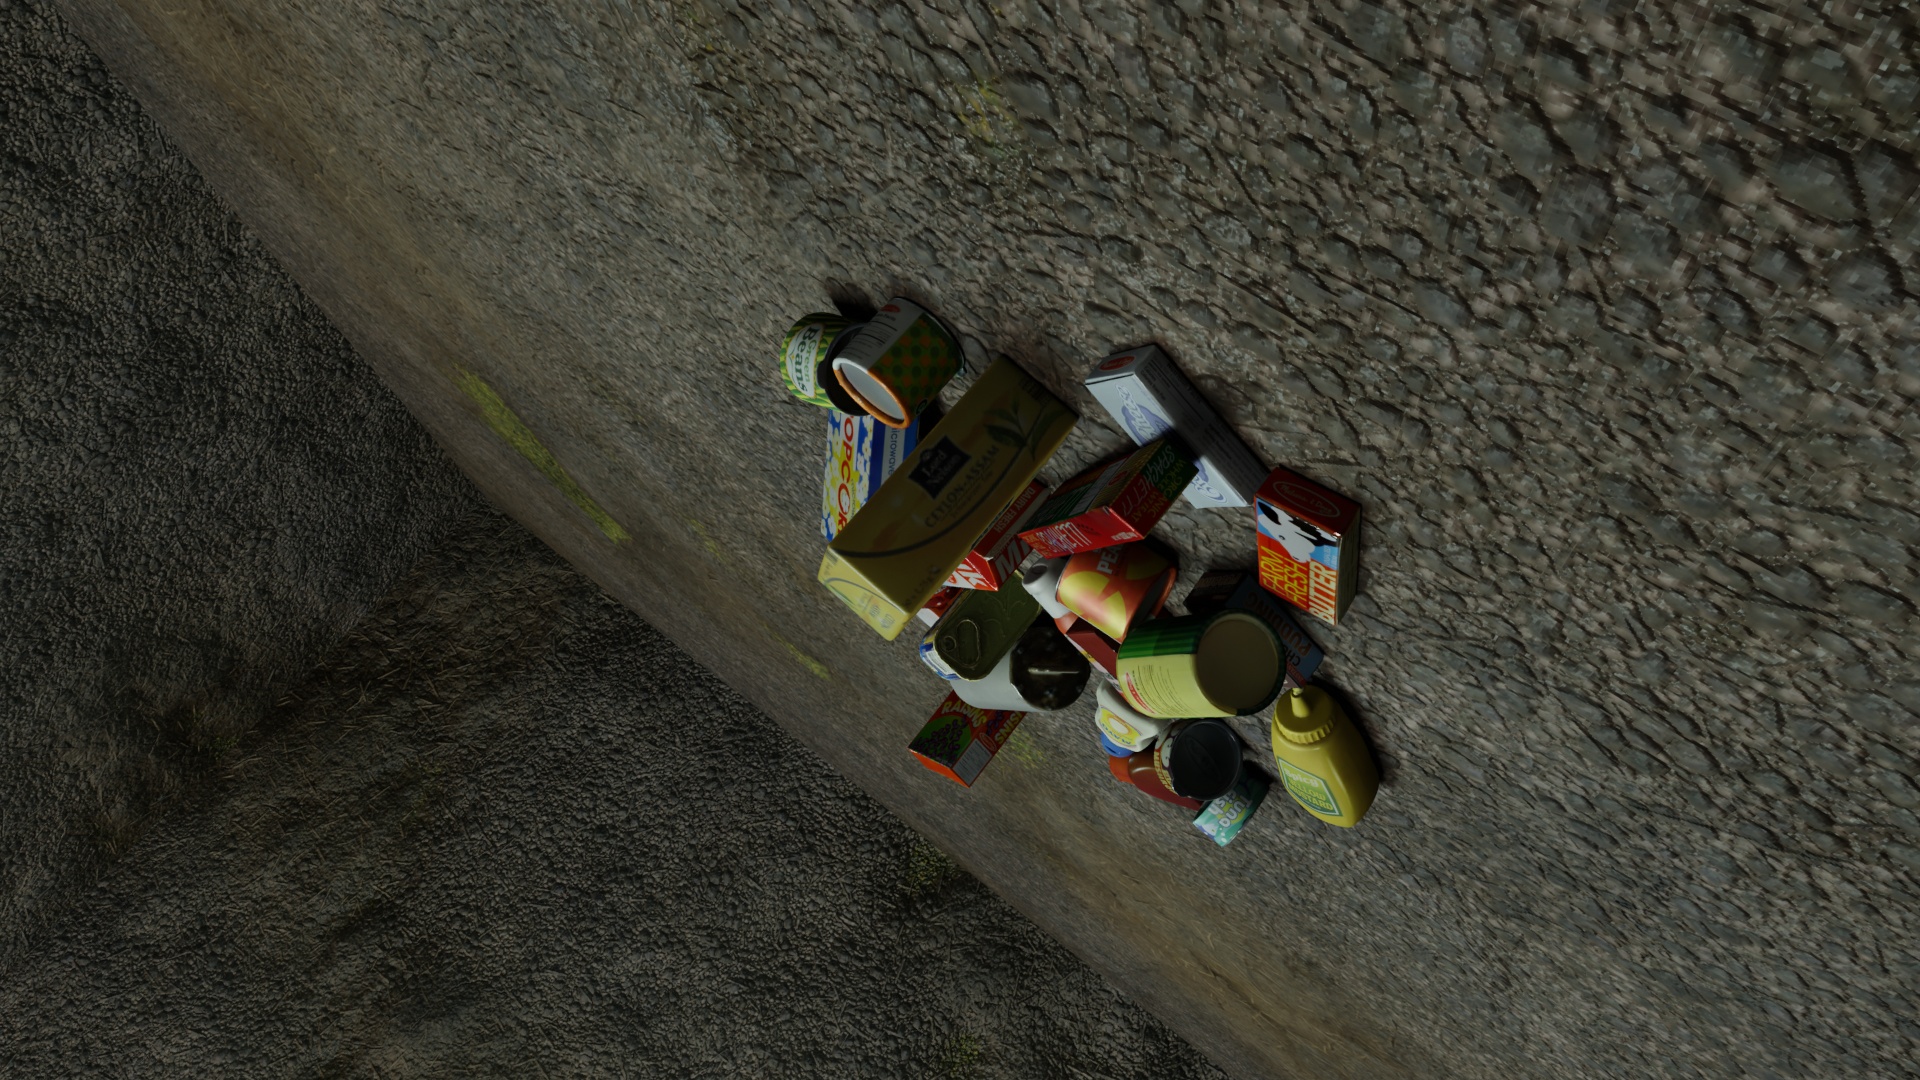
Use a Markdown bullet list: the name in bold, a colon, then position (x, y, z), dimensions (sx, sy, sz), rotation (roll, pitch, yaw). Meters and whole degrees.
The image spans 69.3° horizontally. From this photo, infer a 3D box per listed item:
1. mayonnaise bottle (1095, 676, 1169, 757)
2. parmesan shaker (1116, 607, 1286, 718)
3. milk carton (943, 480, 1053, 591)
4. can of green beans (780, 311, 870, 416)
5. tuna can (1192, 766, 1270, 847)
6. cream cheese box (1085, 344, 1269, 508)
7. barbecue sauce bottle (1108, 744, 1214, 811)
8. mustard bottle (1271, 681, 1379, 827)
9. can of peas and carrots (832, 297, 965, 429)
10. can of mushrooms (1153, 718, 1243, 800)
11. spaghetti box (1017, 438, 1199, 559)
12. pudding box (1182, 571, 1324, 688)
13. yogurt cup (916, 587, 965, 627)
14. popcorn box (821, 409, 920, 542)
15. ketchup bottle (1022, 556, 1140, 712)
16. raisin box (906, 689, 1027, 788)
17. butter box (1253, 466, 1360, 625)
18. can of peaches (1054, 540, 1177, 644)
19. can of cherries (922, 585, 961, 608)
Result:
- **mayonnaise bottle**: position (0.148, 0.156, 1.223), dimensions (0.065, 0.041, 0.147), rotation (34, 162, 14)
- **parmesan shaker**: position (0.151, 0.080, 0.870), dimensions (0.071, 0.071, 0.103), rotation (43, 161, -9)
- **milk carton**: position (0.004, -0.013, 1.050), dimensions (0.073, 0.072, 0.190), rotation (47, 162, -19)
- **can of green beans**: position (-0.084, -0.124, 0.969), dimensions (0.058, 0.071, 0.071), rotation (21, 154, 48)
- **tuna can**: position (0.228, 0.224, 1.173), dimensions (0.033, 0.071, 0.071), rotation (38, 163, 9)
- **cream cheese box**: position (0.119, -0.060, 0.764), dimensions (0.103, 0.024, 0.053), rotation (46, 164, -16)
- **barbecue sauce bottle**: position (0.189, 0.215, 1.280), dimensions (0.065, 0.044, 0.148), rotation (46, 163, -17)
- **mustard bottle**: position (0.245, 0.141, 0.960), dimensions (0.065, 0.049, 0.159), rotation (23, 156, 40)
- **can of peas and carrots**: position (-0.040, -0.114, 0.912), dimensions (0.071, 0.059, 0.070), rotation (37, 163, 13)
- **can of mushrooms**: position (0.192, 0.179, 1.135), dimensions (0.071, 0.071, 0.033), rotation (44, 164, -11)
- **spaghetti box**: position (0.083, -0.020, 0.844), dimensions (0.028, 0.050, 0.250), rotation (41, 172, -4)
- **pudding box**: position (0.190, 0.058, 0.902), dimensions (0.083, 0.030, 0.049), rotation (46, 163, -16)
- **yogurt cup**: position (-0.011, 0.053, 1.282), dimensions (0.072, 0.054, 0.072), rotation (37, 163, 13)
- **popcorn box**: position (-0.068, -0.049, 1.030), dimensions (0.085, 0.038, 0.126), rotation (40, 130, 54)
- **ketchup bottle**: position (0.110, 0.072, 1.088), dimensions (0.148, 0.043, 0.064), rotation (46, 167, -16)
- **raisin box**: position (0.012, 0.191, 1.459), dimensions (0.040, 0.124, 0.086), rotation (49, 161, -28)
- **butter box**: position (0.193, 0.005, 0.772), dimensions (0.053, 0.024, 0.103), rotation (31, 161, 28)
- **can of peaches**: position (0.107, 0.028, 0.946), dimensions (0.058, 0.071, 0.071), rotation (34, 162, 21)
- **can of cherries**: position (-0.033, 0.021, 1.220), dimensions (0.071, 0.072, 0.058), rotation (31, 161, 29)
